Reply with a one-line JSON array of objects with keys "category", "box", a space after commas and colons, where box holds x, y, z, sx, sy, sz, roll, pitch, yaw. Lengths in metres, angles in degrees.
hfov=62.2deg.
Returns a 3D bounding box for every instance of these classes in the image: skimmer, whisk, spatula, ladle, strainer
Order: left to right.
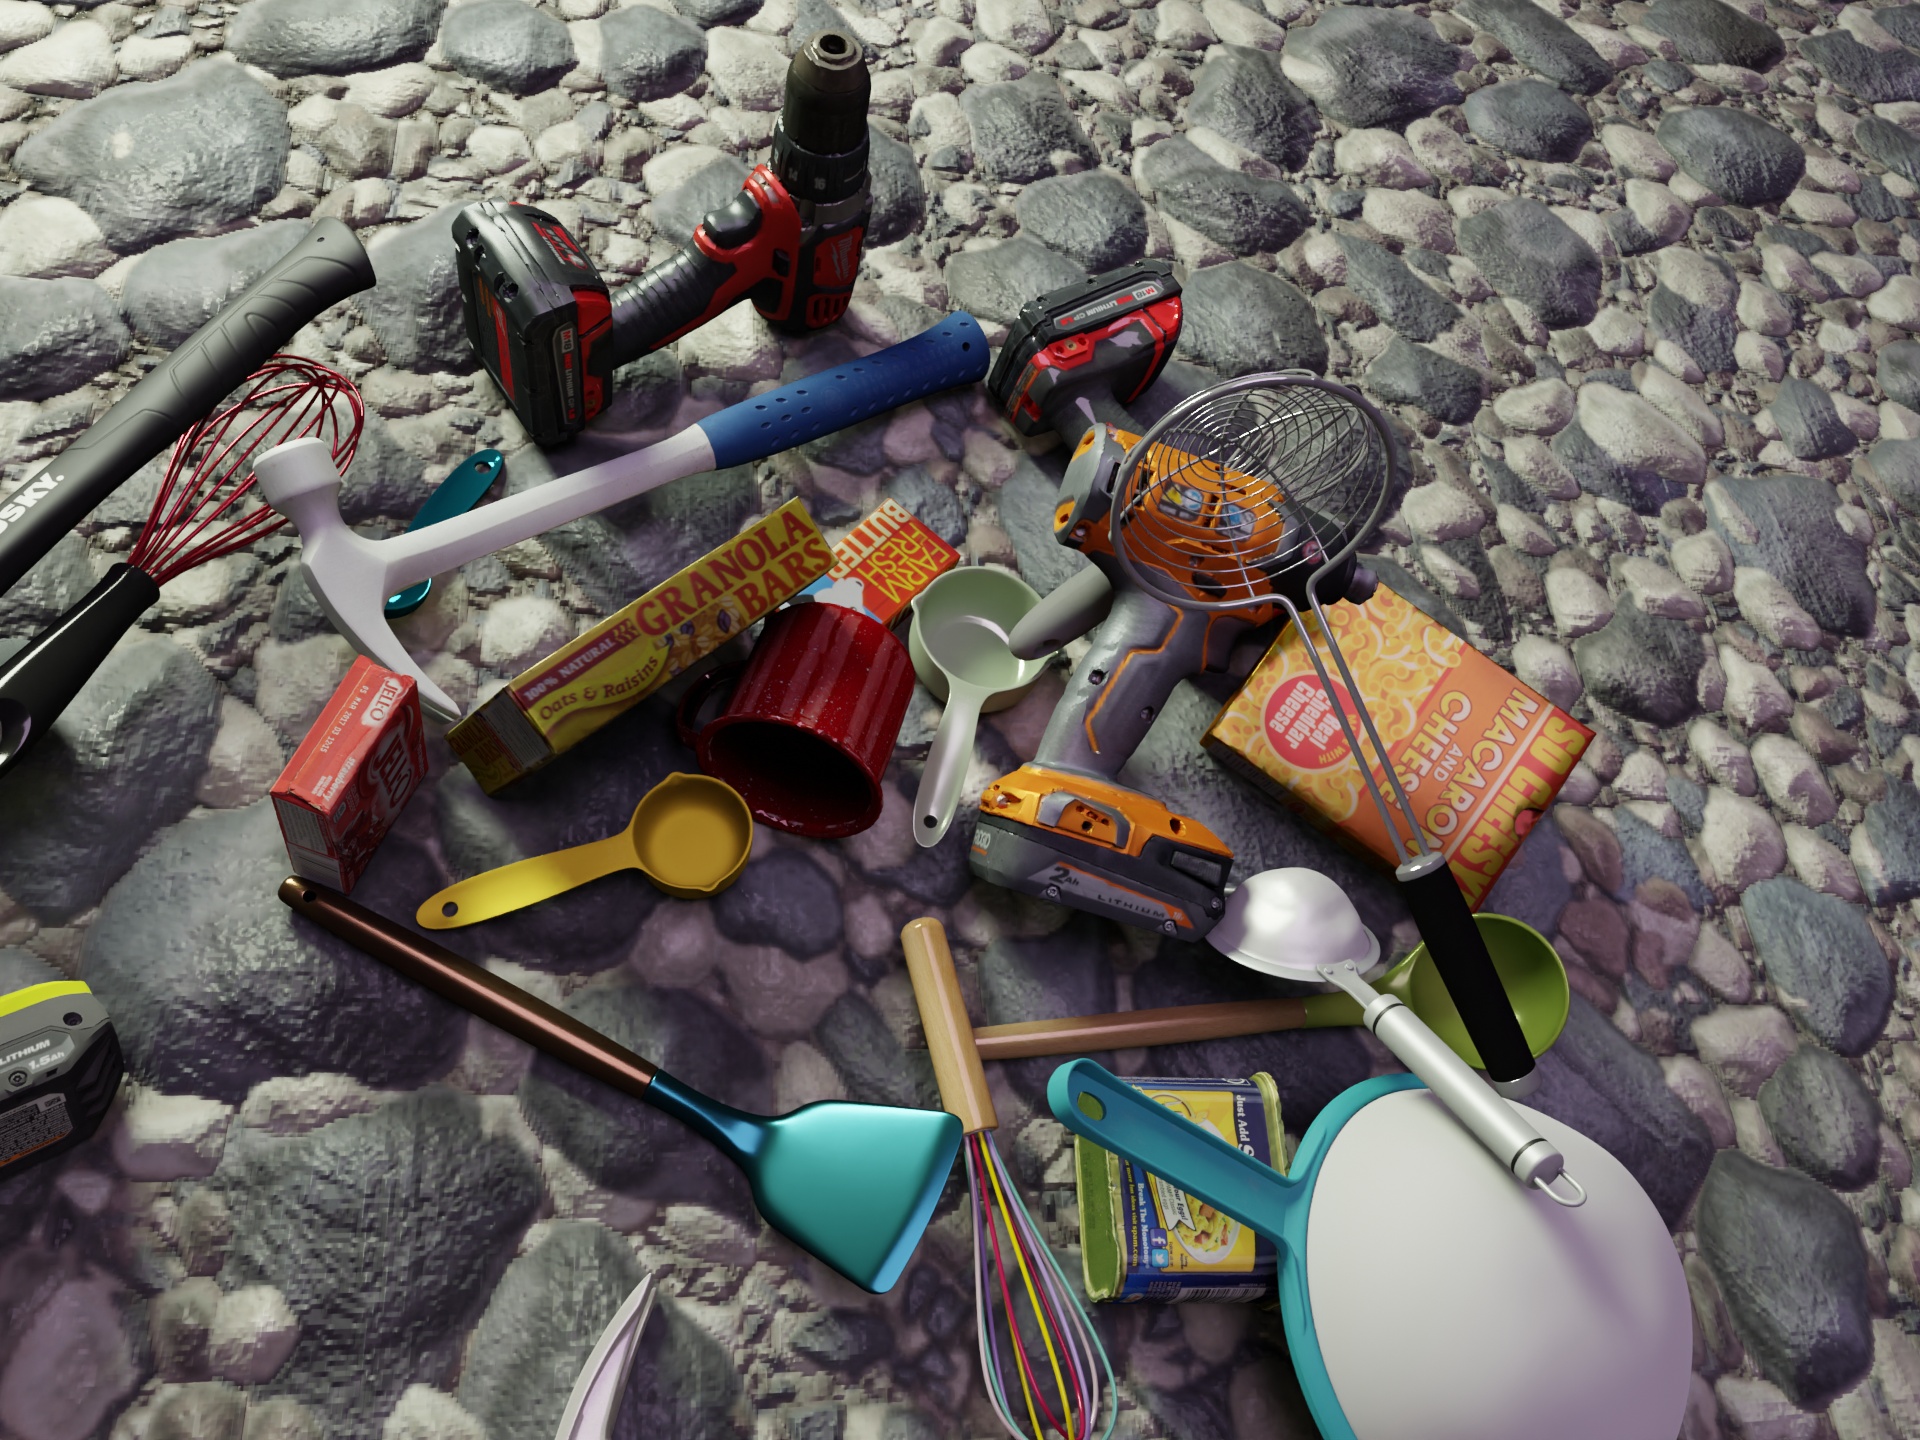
[{"category": "whisk", "box": [-0.361, -0.075, 0.717, 0.073, 0.073, 0.296, 23, 47, -3]}, {"category": "spatula", "box": [-0.156, 0.141, 0.690, 0.317, 0.044, 0.082, 27, 62, 1]}, {"category": "whisk", "box": [0.015, 0.200, 0.692, 0.051, 0.047, 0.245, -20, 67, 8]}, {"category": "whisk", "box": [0.122, -0.102, 0.833, 0.239, 0.055, 0.055, -35, 75, -9]}, {"category": "ladle", "box": [0.144, 0.142, 0.769, 0.320, 0.062, 0.078, -3, 73, -14]}, {"category": "skimmer", "box": [0.184, 0.020, 0.708, 0.127, 0.090, 0.363, -25, 97, 12]}, {"category": "strainer", "box": [0.187, 0.126, 0.712, 0.087, 0.050, 0.259, -5, 29, -24]}, {"category": "strainer", "box": [0.193, 0.214, 0.660, 0.340, 0.095, 0.211, 32, 51, -19]}]

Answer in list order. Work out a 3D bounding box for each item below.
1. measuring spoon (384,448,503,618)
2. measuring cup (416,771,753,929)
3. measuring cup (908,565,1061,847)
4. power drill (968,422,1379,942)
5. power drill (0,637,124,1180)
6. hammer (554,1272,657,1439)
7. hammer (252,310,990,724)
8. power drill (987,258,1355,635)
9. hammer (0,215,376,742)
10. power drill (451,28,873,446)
[{"category": "measuring spoon", "box": [-0.268, -0.094, 0.809, 0.042, 0.021, 0.129, 25, 49, -1]}, {"category": "measuring cup", "box": [-0.172, 0.071, 0.741, 0.156, 0.029, 0.062, -17, 68, -11]}, {"category": "measuring cup", "box": [-0.001, -0.003, 0.819, 0.083, 0.038, 0.168, 19, 60, -5]}, {"category": "power drill", "box": [0.106, -0.013, 0.774, 0.164, 0.084, 0.226, 17, 87, -10]}, {"category": "power drill", "box": [-0.428, 0.072, 0.632, 0.190, 0.080, 0.229, -24, 68, -33]}, {"category": "hammer", "box": [0.041, 0.332, 0.604, 0.410, 0.038, 0.146, 13, 57, 3]}, {"category": "hammer", "box": [-0.141, -0.134, 0.834, 0.405, 0.035, 0.144, -29, 99, -32]}, {"category": "power drill", "box": [0.125, -0.150, 0.916, 0.143, 0.078, 0.220, -25, 74, -25]}, {"category": "hammer", "box": [-0.374, -0.120, 0.696, 0.146, 0.035, 0.335, 18, 54, 16]}, {"category": "power drill", "box": [-0.143, -0.255, 0.834, 0.226, 0.187, 0.080, -29, 72, -23]}]
